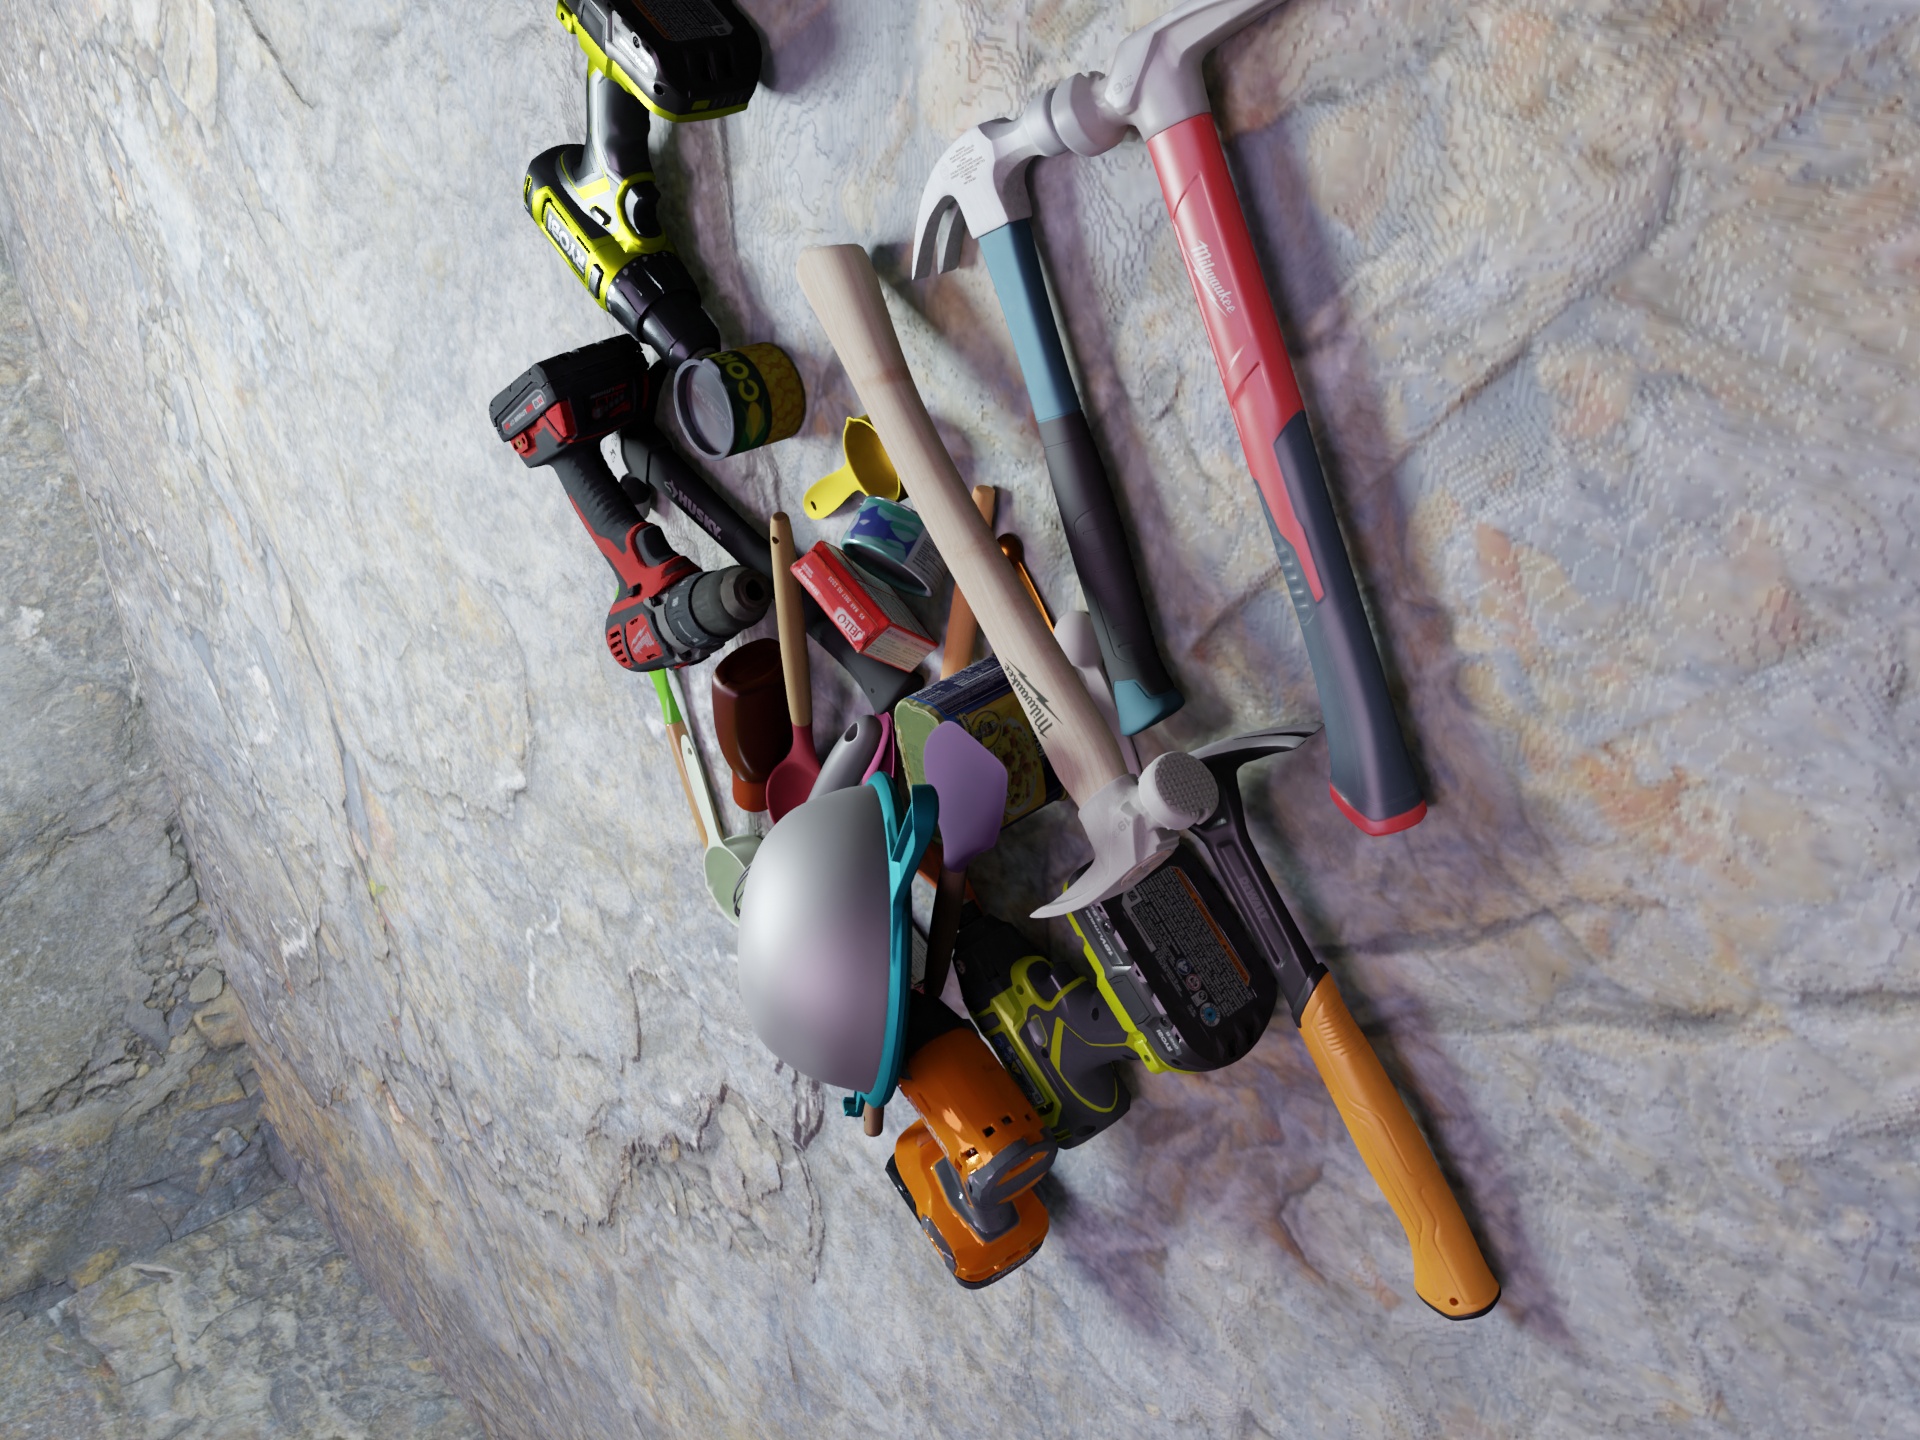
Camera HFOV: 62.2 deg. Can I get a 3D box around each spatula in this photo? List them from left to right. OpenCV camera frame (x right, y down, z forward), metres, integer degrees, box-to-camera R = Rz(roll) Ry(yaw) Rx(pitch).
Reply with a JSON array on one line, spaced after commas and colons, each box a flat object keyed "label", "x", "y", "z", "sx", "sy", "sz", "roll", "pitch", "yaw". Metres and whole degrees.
[{"label": "spatula", "x": -0.007, "y": 0.095, "z": 0.948, "sx": 0.060, "sy": 0.018, "sz": 0.315, "roll": 40, "pitch": 152, "yaw": 20}, {"label": "spatula", "x": -0.002, "y": -0.003, "z": 1.016, "sx": 0.081, "sy": 0.041, "sz": 0.322, "roll": 36, "pitch": 131, "yaw": 35}]

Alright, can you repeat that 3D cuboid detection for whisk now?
[{"label": "whisk", "x": -0.109, "y": 0.080, "z": 1.133, "sx": 0.055, "sy": 0.055, "sz": 0.238, "roll": 49, "pitch": 131, "yaw": 20}]

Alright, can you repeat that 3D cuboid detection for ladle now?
[{"label": "ladle", "x": -0.112, "y": -0.018, "z": 1.091, "sx": 0.069, "sy": 0.031, "sz": 0.315, "roll": 23, "pitch": 141, "yaw": 20}]

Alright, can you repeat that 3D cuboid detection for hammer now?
[{"label": "hammer", "x": -0.142, "y": -0.119, "z": 1.107, "sx": 0.335, "sy": 0.035, "sz": 0.146, "roll": 43, "pitch": 139, "yaw": 26}, {"label": "hammer", "x": 0.000, "y": -0.092, "z": 0.876, "sx": 0.411, "sy": 0.038, "sz": 0.146, "roll": 63, "pitch": 144, "yaw": 19}, {"label": "hammer", "x": 0.057, "y": -0.149, "z": 0.847, "sx": 0.128, "sy": 0.033, "sz": 0.331, "roll": -5, "pitch": 107, "yaw": 51}, {"label": "hammer", "x": 0.158, "y": -0.131, "z": 0.731, "sx": 0.143, "sy": 0.038, "sz": 0.386, "roll": -10, "pitch": 103, "yaw": 51}, {"label": "hammer", "x": 0.203, "y": 0.164, "z": 0.841, "sx": 0.127, "sy": 0.034, "sz": 0.337, "roll": -26, "pitch": 93, "yaw": 41}]

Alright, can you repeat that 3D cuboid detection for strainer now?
[{"label": "strainer", "x": -0.081, "y": 0.110, "z": 0.946, "sx": 0.340, "sy": 0.095, "sz": 0.211, "roll": 112, "pitch": 157, "yaw": -64}]

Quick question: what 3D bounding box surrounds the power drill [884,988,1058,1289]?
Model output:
[{"label": "power drill", "x": -0.004, "y": 0.280, "z": 1.088, "sx": 0.164, "sy": 0.084, "sz": 0.226, "roll": 50, "pitch": 158, "yaw": 31}]

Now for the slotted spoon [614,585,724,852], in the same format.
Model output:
[{"label": "slotted spoon", "x": -0.226, "y": 0.025, "z": 1.303, "sx": 0.070, "sy": 0.031, "sz": 0.313, "roll": 4, "pitch": 115, "yaw": 49}]

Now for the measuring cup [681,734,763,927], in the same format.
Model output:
[{"label": "measuring cup", "x": -0.184, "y": 0.086, "z": 1.278, "sx": 0.083, "sy": 0.038, "sz": 0.167, "roll": -6, "pitch": 104, "yaw": 52}]

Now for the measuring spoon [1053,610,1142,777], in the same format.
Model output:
[{"label": "measuring spoon", "x": 0.080, "y": -0.003, "z": 0.917, "sx": 0.034, "sy": 0.018, "sz": 0.124, "roll": -9, "pitch": 104, "yaw": 52}]

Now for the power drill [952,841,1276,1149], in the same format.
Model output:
[{"label": "power drill", "x": 0.077, "y": 0.161, "z": 0.972, "sx": 0.171, "sy": 0.080, "sz": 0.223, "roll": 58, "pitch": 146, "yaw": 8}]

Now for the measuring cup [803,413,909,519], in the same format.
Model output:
[{"label": "measuring cup", "x": -0.064, "y": -0.155, "z": 1.007, "sx": 0.062, "sy": 0.029, "sz": 0.156, "roll": 63, "pitch": 156, "yaw": -6}]

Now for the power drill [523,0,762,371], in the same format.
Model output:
[{"label": "power drill", "x": -0.199, "y": -0.350, "z": 1.008, "sx": 0.191, "sy": 0.080, "sz": 0.228, "roll": 52, "pitch": 145, "yaw": 17}]

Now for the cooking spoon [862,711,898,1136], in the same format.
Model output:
[{"label": "cooking spoon", "x": -0.057, "y": 0.146, "z": 1.117, "sx": 0.069, "sy": 0.017, "sz": 0.318, "roll": -143, "pitch": 53, "yaw": -66}]

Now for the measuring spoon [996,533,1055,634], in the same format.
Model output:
[{"label": "measuring spoon", "x": 0.045, "y": -0.055, "z": 0.935, "sx": 0.021, "sy": 0.011, "sz": 0.117, "roll": -17, "pitch": 97, "yaw": 53}]

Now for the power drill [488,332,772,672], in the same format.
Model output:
[{"label": "power drill", "x": -0.220, "y": -0.145, "z": 1.098, "sx": 0.188, "sy": 0.080, "sz": 0.226, "roll": -12, "pitch": 105, "yaw": 54}]
